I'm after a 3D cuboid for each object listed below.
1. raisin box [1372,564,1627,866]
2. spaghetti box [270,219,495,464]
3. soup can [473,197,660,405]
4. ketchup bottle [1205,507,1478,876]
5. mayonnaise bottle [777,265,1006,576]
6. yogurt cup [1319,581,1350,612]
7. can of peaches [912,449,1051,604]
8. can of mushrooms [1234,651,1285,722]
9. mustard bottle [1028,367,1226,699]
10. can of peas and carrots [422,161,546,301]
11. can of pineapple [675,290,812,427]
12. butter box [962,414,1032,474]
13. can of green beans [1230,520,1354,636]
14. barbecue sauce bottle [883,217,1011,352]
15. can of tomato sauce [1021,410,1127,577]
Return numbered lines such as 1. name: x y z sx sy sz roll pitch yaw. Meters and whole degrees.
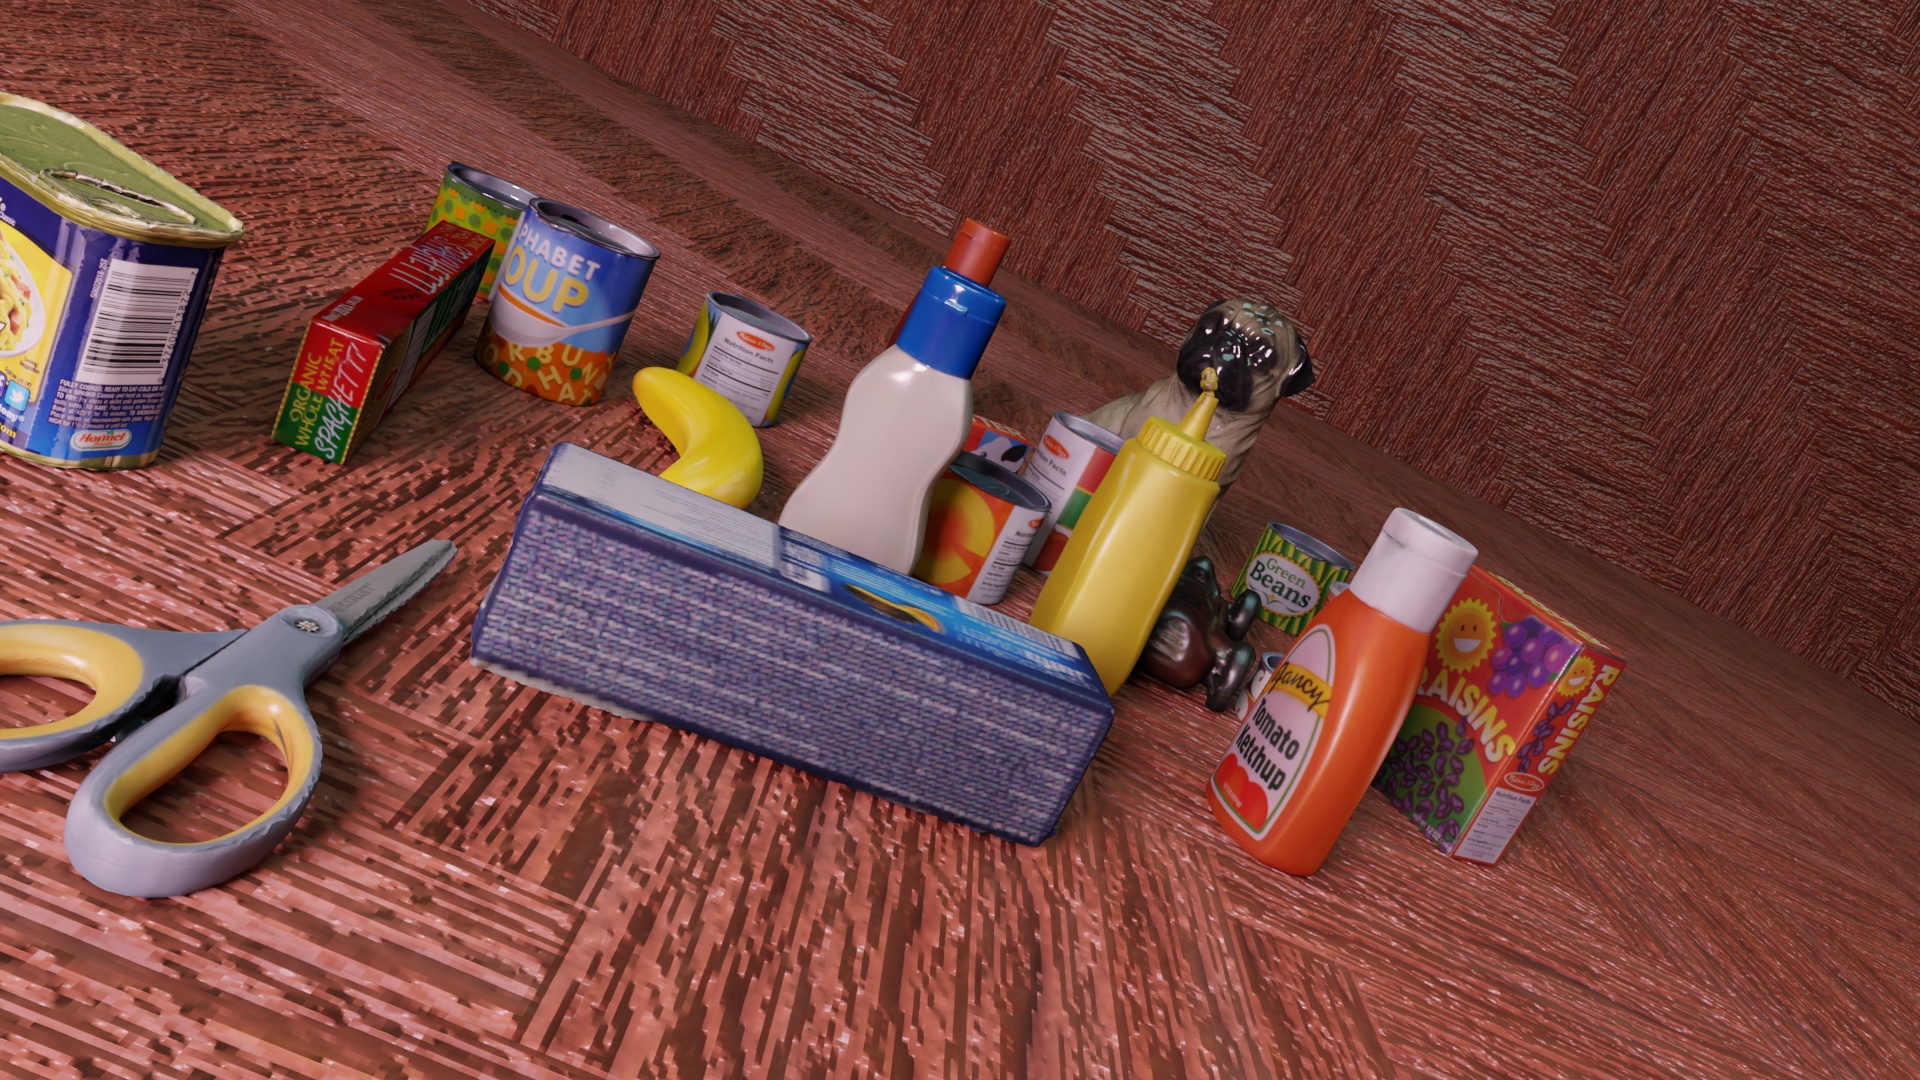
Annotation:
1. raisin box: 0.259 0.086 0.694 0.040 0.123 0.086 19 17 -28
2. spaghetti box: -0.243 -0.096 0.605 0.029 0.050 0.251 22 16 -17
3. soup can: -0.198 -0.118 0.690 0.071 0.083 0.071 25 15 -7
4. ketchup bottle: 0.155 0.059 0.563 0.043 0.148 0.065 21 16 -21
5. mayonnaise bottle: -0.027 -0.046 0.611 0.065 0.147 0.041 27 15 0
6. yogurt cup: 0.254 0.065 0.884 0.072 0.053 0.072 25 15 -7
7. can of peaches: 0.003 -0.009 0.708 0.071 0.058 0.071 25 15 -7
8. can of mushrooms: 0.180 0.090 0.720 0.071 0.033 0.071 25 15 -7
9. mustard bottle: 0.079 -0.003 0.619 0.049 0.159 0.065 24 15 -9
10. can of peas and carrots: -0.276 -0.177 0.804 0.071 0.058 0.071 25 15 -7
11. can of pineapple: -0.128 -0.107 0.815 0.071 0.057 0.071 25 15 -7
12. butter box: -0.012 -0.056 0.849 0.103 0.053 0.024 19 17 -27
13. can of green beans: 0.229 0.027 0.961 0.071 0.057 0.071 25 15 -7
14. barbecue sauce bottle: -0.012 -0.158 1.003 0.065 0.148 0.044 37 18 35
15. can of tomato sauce: 0.068 -0.024 0.816 0.071 0.083 0.071 25 15 -7
